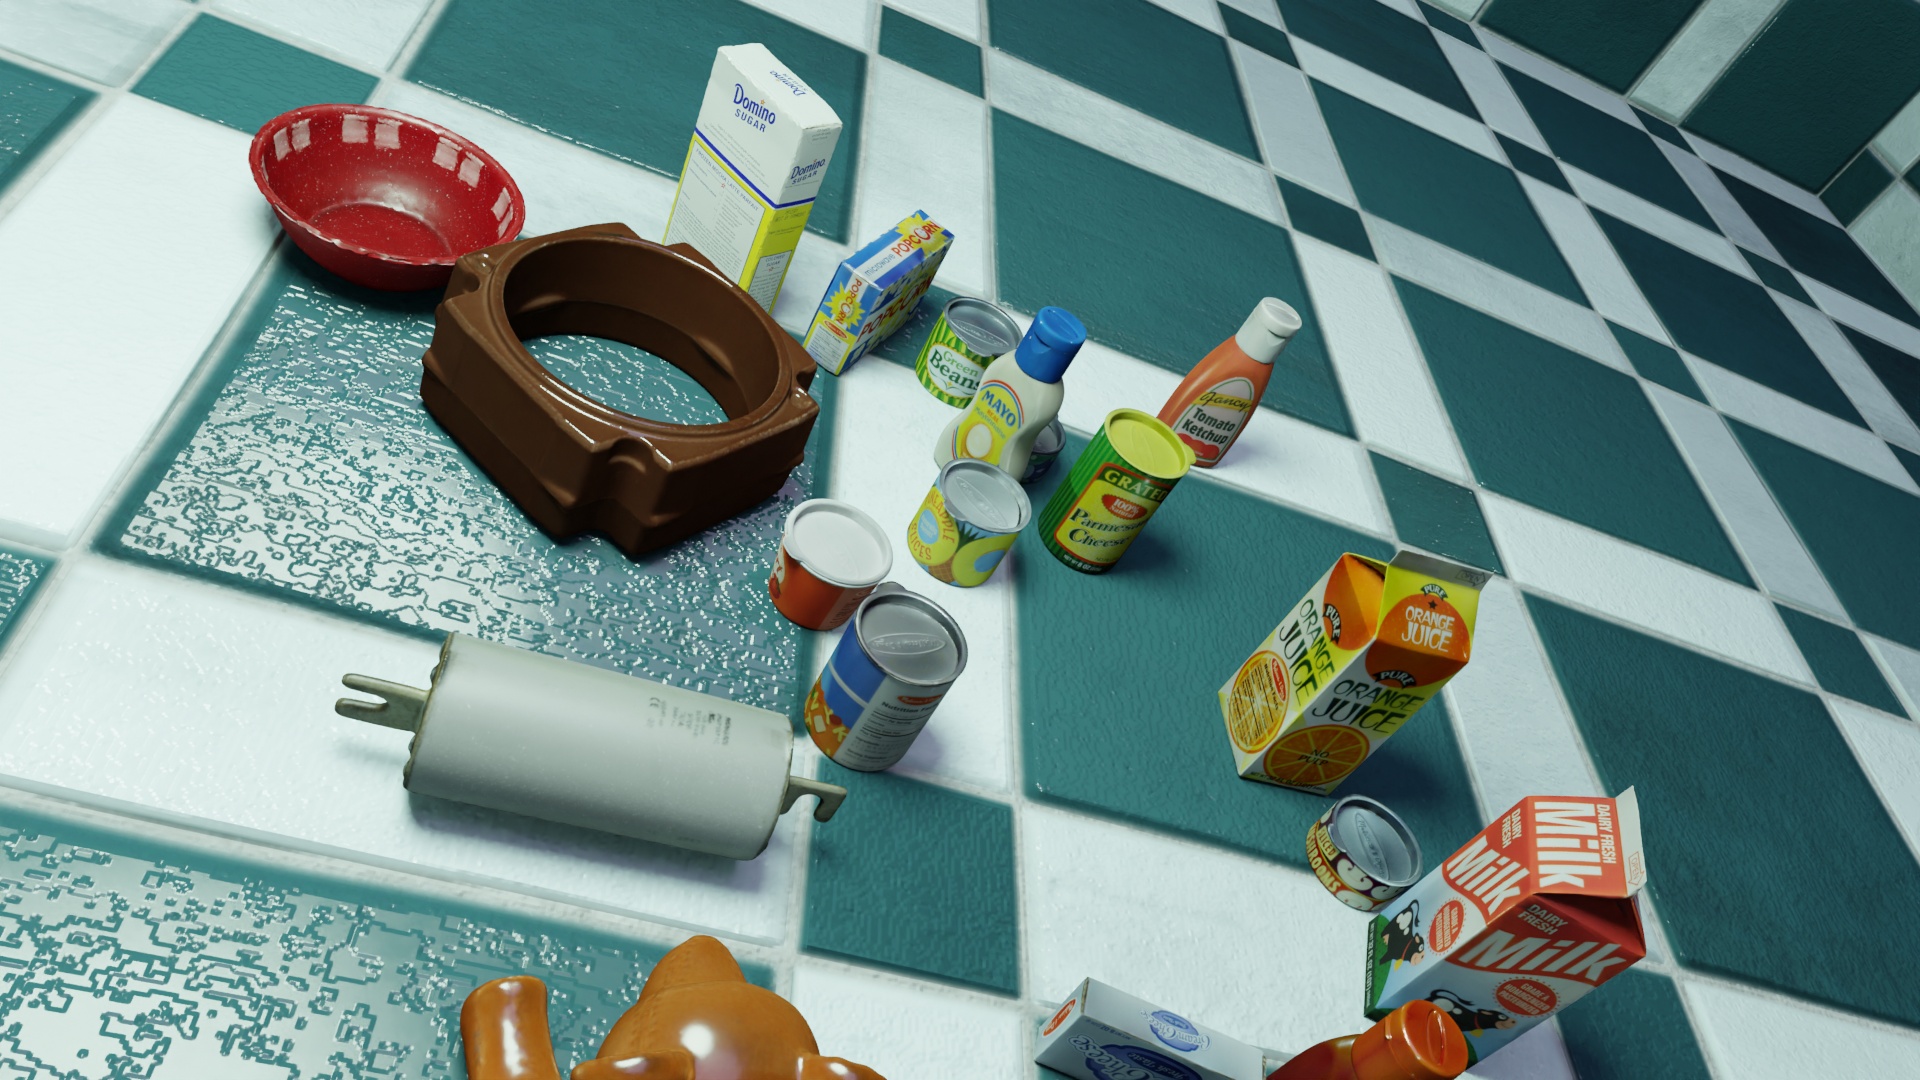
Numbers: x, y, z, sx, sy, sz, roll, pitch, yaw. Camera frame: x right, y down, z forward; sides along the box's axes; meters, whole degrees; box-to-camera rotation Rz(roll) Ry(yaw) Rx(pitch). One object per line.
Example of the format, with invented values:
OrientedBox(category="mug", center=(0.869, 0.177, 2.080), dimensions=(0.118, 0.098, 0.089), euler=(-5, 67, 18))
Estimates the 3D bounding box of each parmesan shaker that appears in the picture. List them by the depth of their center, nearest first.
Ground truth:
OrientedBox(category="parmesan shaker", center=(0.108, -0.032, 0.968), dimensions=(0.071, 0.102, 0.072), euler=(18, 41, -17))

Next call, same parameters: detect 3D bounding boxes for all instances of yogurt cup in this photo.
OrientedBox(category="yogurt cup", center=(-0.081, 0.017, 0.833), dimensions=(0.072, 0.053, 0.073), euler=(18, 41, -16))

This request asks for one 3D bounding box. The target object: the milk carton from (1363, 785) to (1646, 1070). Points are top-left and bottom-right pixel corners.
OrientedBox(category="milk carton", center=(0.312, 0.212, 0.777), dimensions=(0.073, 0.189, 0.073), euler=(29, 39, -4))

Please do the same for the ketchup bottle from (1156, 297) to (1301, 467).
OrientedBox(category="ketchup bottle", center=(0.213, -0.126, 1.099), dimensions=(0.065, 0.148, 0.044), euler=(20, 41, -15))

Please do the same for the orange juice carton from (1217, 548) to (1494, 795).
OrientedBox(category="orange juice carton", center=(0.248, 0.075, 0.877), dimensions=(0.072, 0.191, 0.073), euler=(15, 42, -20))

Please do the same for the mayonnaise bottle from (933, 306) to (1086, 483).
OrientedBox(category="mayonnaise bottle", center=(0.036, -0.093, 0.950), dimensions=(0.065, 0.147, 0.041), euler=(46, 41, 17))

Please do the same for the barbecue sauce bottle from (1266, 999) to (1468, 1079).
OrientedBox(category="barbecue sauce bottle", center=(0.181, 0.269, 0.664), dimensions=(0.043, 0.147, 0.065), euler=(28, 39, -5))

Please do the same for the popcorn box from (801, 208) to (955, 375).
OrientedBox(category="popcorn box", center=(-0.061, -0.186, 1.033), dimensions=(0.038, 0.084, 0.127), euler=(36, 39, 4))

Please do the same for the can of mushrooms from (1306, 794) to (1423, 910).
OrientedBox(category="can of mushrooms", center=(0.253, 0.197, 0.878), dimensions=(0.071, 0.033, 0.071), euler=(18, 41, -16))

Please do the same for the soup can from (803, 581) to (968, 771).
OrientedBox(category="soup can", center=(-0.043, 0.076, 0.771), dimensions=(0.071, 0.083, 0.072), euler=(18, 41, -17))

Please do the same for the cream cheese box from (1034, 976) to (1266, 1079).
OrientedBox(category="cream cheese box", center=(0.094, 0.258, 0.695), dimensions=(0.104, 0.053, 0.024), euler=(25, 39, -8))

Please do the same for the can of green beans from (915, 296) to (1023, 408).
OrientedBox(category="can of green beans", center=(0.006, -0.142, 1.052), dimensions=(0.071, 0.057, 0.071), euler=(18, 41, -16))

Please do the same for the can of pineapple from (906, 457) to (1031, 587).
OrientedBox(category="can of pineapple", center=(0.003, -0.011, 0.914), dimensions=(0.071, 0.057, 0.071), euler=(18, 41, -16))

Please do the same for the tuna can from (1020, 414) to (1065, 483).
OrientedBox(category="tuna can", center=(0.043, -0.077, 1.029), dimensions=(0.071, 0.032, 0.071), euler=(18, 41, -16))
